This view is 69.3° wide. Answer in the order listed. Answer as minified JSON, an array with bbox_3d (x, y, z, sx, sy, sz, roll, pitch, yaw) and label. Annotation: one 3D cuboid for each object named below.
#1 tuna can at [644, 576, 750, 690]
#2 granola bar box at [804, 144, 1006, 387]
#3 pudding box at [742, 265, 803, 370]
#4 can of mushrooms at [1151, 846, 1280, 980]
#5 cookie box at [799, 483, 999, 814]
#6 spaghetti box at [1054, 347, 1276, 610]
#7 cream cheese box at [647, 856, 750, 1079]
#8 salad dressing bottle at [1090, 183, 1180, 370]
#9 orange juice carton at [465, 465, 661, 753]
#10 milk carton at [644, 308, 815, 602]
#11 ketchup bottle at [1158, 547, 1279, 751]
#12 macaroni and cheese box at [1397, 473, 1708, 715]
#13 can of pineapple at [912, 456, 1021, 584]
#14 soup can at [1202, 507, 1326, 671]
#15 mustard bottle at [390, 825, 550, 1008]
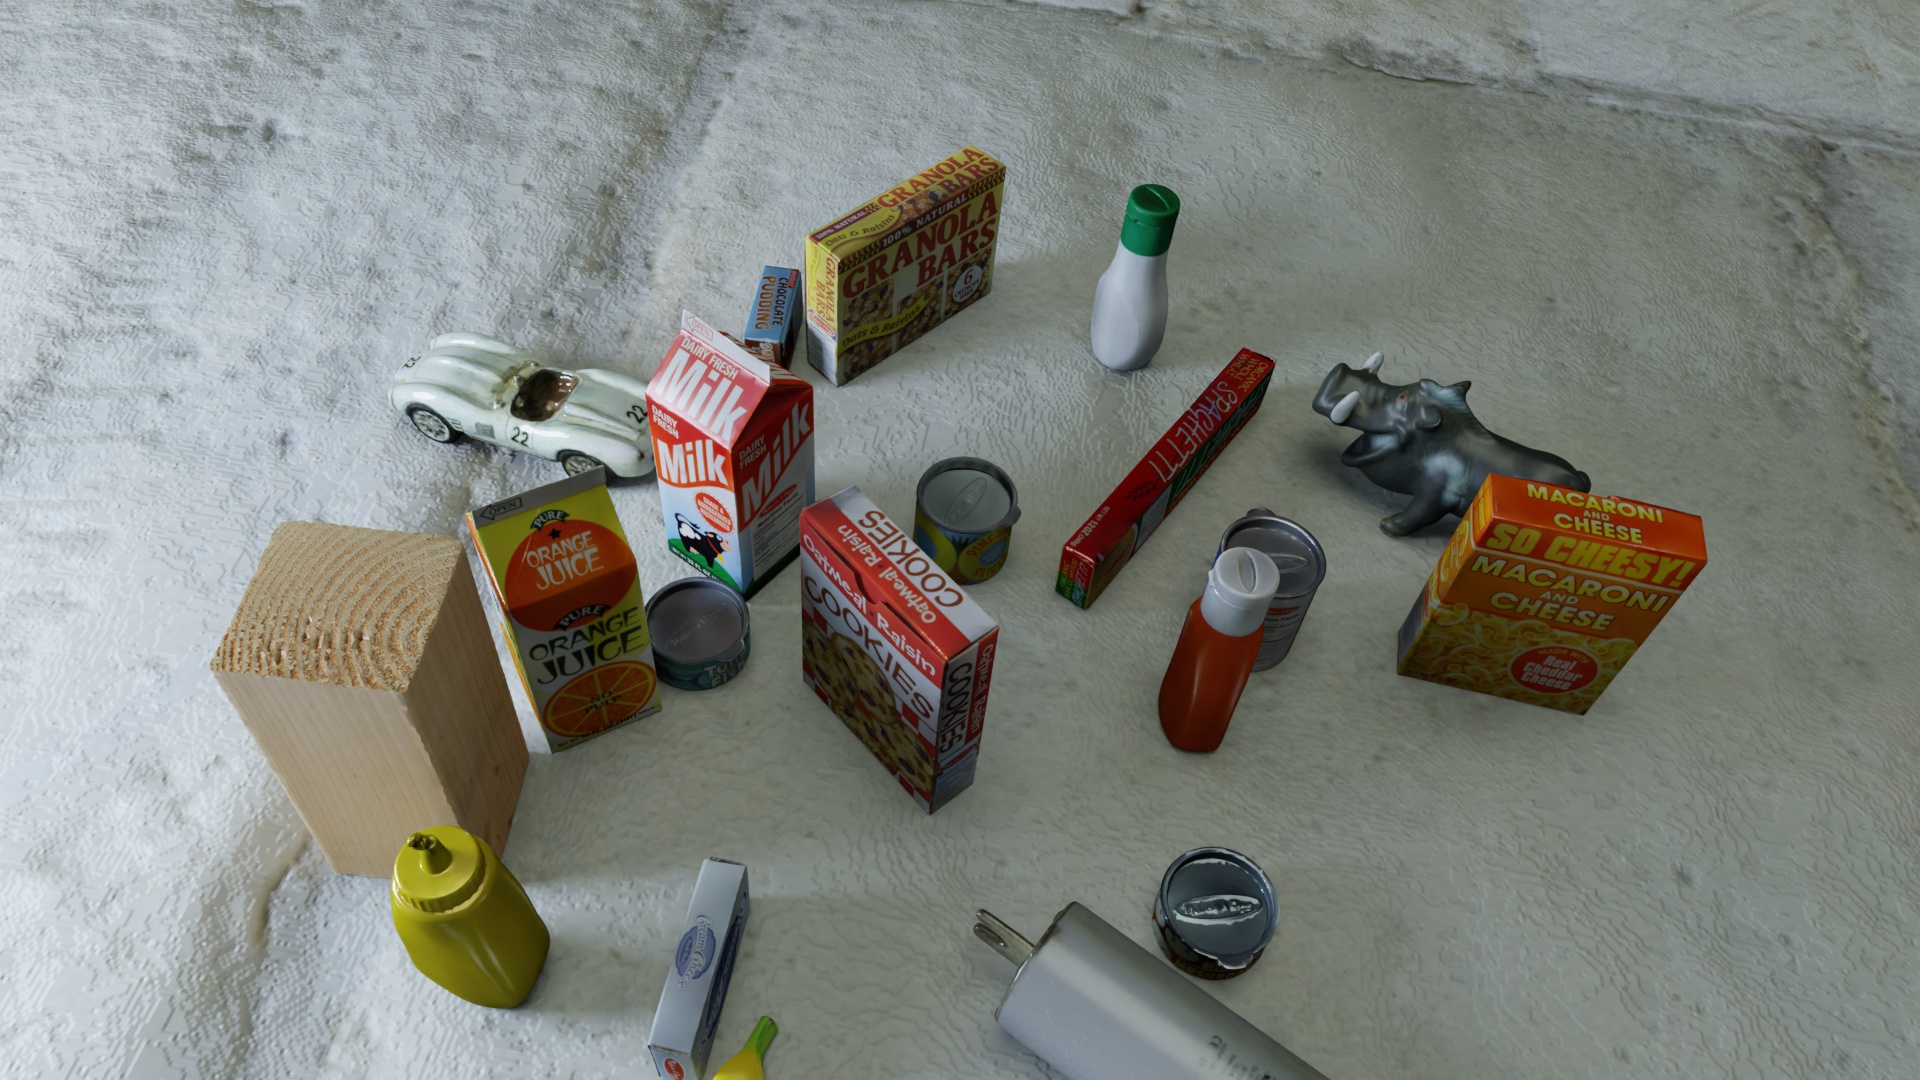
[{"bbox_3d":[-0.162,0.059,0.864,0.071,0.032,0.071,3,51,-3],"label":"tuna can"},{"bbox_3d":[-0.042,-0.204,1.029,0.039,0.123,0.166,39,58,23],"label":"granola bar box"},{"bbox_3d":[-0.138,-0.158,1.031,0.030,0.049,0.084,7,51,0],"label":"pudding box"},{"bbox_3d":[0.142,0.210,0.774,0.071,0.033,0.071,3,51,-3],"label":"can of mushrooms"},{"bbox_3d":[-0.040,0.065,0.786,0.040,0.166,0.123,-33,61,-27],"label":"cookie box"},{"bbox_3d":[0.147,-0.049,0.971,0.029,0.049,0.251,32,55,19],"label":"spaghetti box"},{"bbox_3d":[-0.134,0.224,0.722,0.024,0.053,0.104,10,51,3],"label":"cream cheese box"},{"bbox_3d":[0.130,-0.192,1.021,0.044,0.146,0.064,-21,56,-21],"label":"salad dressing bottle"},{"bbox_3d":[-0.221,0.032,0.779,0.072,0.191,0.073,-22,57,-21],"label":"orange juice carton"},{"bbox_3d":[-0.139,-0.056,0.858,0.072,0.189,0.074,33,56,20],"label":"milk carton"},{"bbox_3d":[0.151,0.063,0.819,0.043,0.148,0.065,5,51,-2],"label":"ketchup bottle"},{"bbox_3d":[0.354,0.036,0.850,0.124,0.165,0.040,12,51,4],"label":"macaroni and cheese box"},{"bbox_3d":[0.003,-0.012,0.922,0.071,0.057,0.071,3,51,-3],"label":"can of pineapple"},{"bbox_3d":[0.190,0.032,0.889,0.071,0.083,0.072,3,51,-3],"label":"soup can"},{"bbox_3d":[-0.244,0.179,0.679,0.065,0.159,0.049,16,52,7],"label":"mustard bottle"}]
